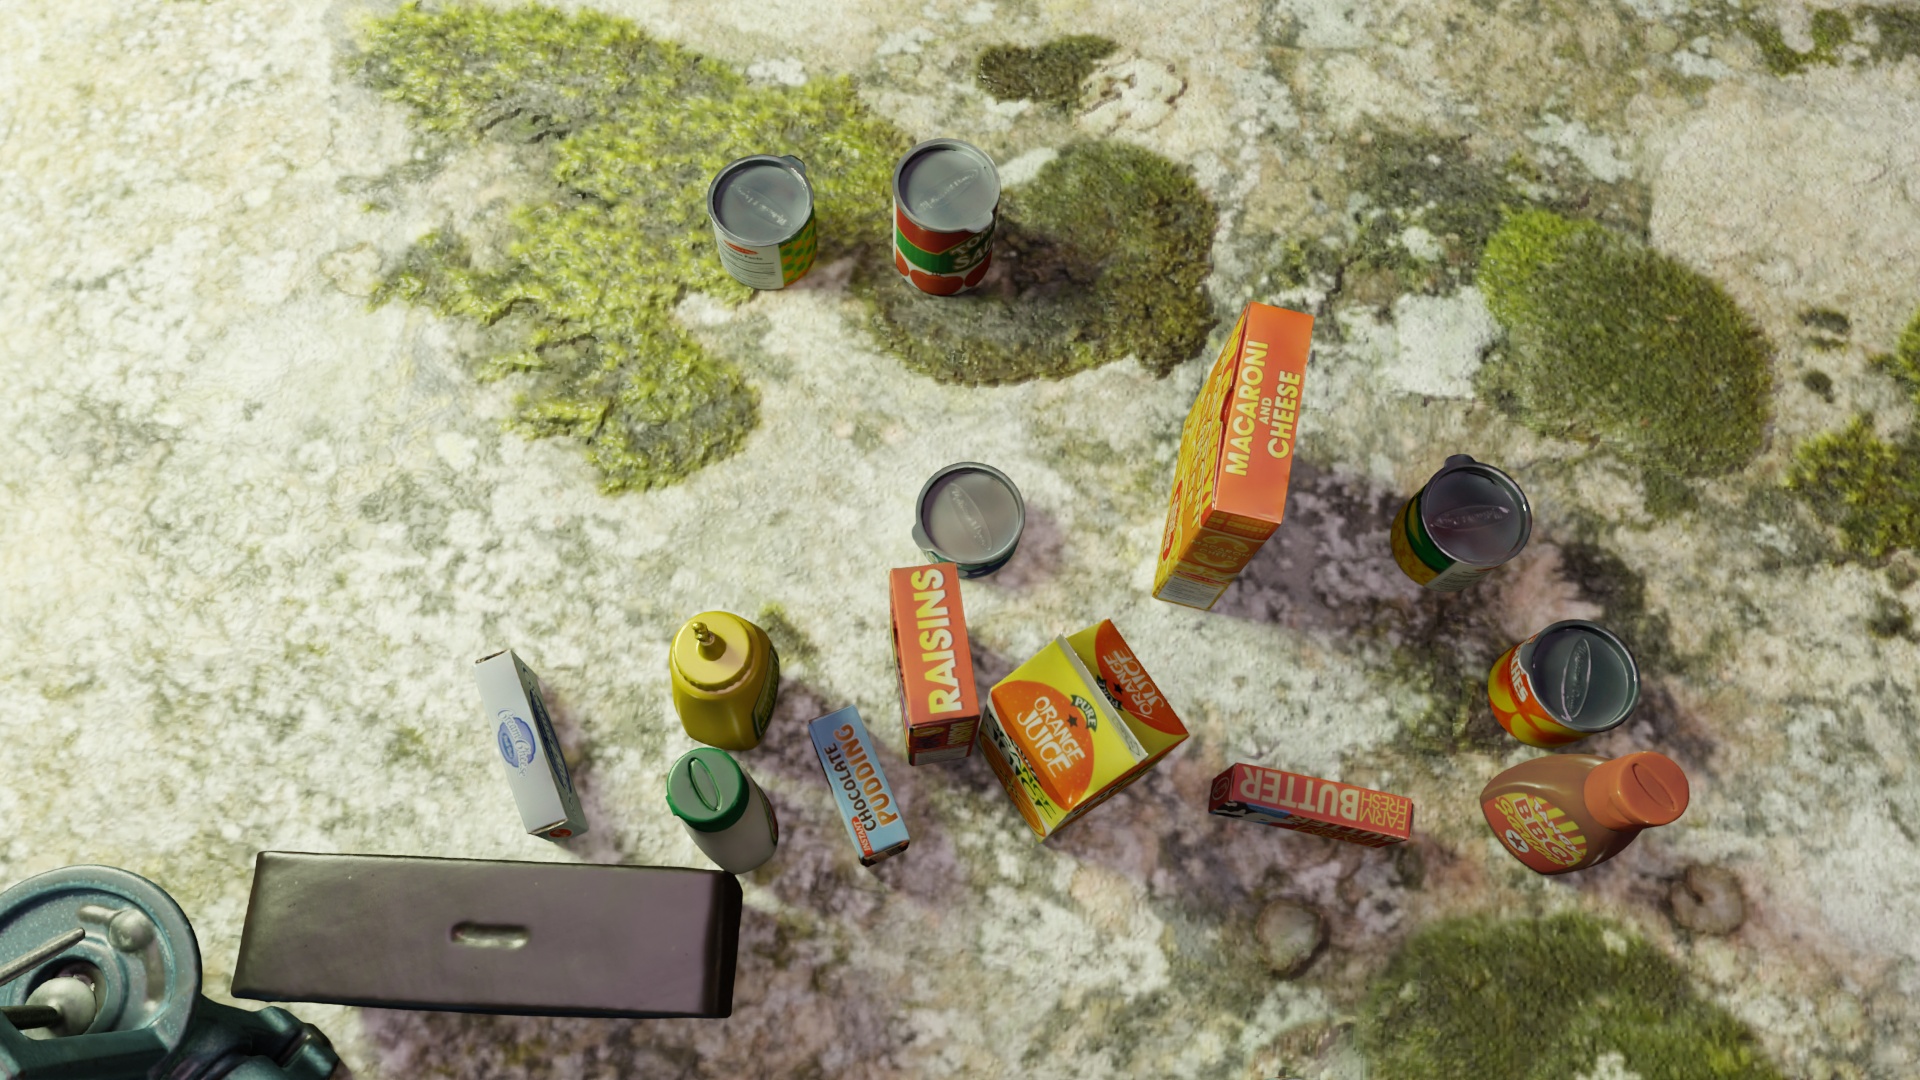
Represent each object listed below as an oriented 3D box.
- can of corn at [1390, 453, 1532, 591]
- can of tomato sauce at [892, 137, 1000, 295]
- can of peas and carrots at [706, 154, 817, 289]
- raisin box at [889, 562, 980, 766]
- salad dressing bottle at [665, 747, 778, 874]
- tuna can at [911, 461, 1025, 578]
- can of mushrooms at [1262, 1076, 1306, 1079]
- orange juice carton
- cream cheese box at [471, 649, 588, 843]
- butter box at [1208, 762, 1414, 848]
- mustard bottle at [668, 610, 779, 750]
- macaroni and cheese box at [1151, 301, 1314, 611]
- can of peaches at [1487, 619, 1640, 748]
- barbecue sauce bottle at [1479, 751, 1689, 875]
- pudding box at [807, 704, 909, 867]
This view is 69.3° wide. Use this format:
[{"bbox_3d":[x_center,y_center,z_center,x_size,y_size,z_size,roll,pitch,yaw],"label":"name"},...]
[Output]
[{"bbox_3d":[0.302,-0.010,0.845,0.071,0.058,0.071,1,71,-3],"label":"can of corn"},{"bbox_3d":[-0.009,-0.202,0.881,0.071,0.083,0.071,1,71,-3],"label":"can of tomato sauce"},{"bbox_3d":[-0.124,-0.205,0.889,0.071,0.058,0.071,1,71,-3],"label":"can of peas and carrots"},{"bbox_3d":[-0.017,0.071,0.767,0.040,0.123,0.086,-7,72,-5],"label":"raisin box"},{"bbox_3d":[-0.124,0.139,0.725,0.044,0.147,0.064,-26,75,-11],"label":"salad dressing bottle"},{"bbox_3d":[0.003,-0.011,0.843,0.071,0.032,0.071,1,71,-3],"label":"tuna can"},{"bbox_3d":[0.177,0.322,0.738,0.071,0.033,0.071,1,71,-3],"label":"can of mushrooms"},{"bbox_3d":[0.061,0.099,0.724,0.073,0.192,0.072,-30,76,-12],"label":"orange juice carton"},{"bbox_3d":[-0.240,0.116,0.776,0.024,0.053,0.104,-22,74,-10],"label":"cream cheese box"},{"bbox_3d":[0.198,0.151,0.787,0.103,0.053,0.024,12,72,1],"label":"butter box"},{"bbox_3d":[-0.127,0.071,0.742,0.049,0.159,0.065,11,72,1],"label":"mustard bottle"},{"bbox_3d":[0.151,-0.042,0.791,0.040,0.166,0.124,13,71,2],"label":"macaroni and cheese box"},{"bbox_3d":[0.350,0.084,0.815,0.071,0.058,0.071,1,71,-3],"label":"can of peaches"},{"bbox_3d":[0.336,0.143,0.747,0.044,0.148,0.065,-35,77,-13],"label":"barbecue sauce bottle"},{"bbox_3d":[-0.057,0.138,0.780,0.030,0.049,0.084,-22,74,-10],"label":"pudding box"}]
